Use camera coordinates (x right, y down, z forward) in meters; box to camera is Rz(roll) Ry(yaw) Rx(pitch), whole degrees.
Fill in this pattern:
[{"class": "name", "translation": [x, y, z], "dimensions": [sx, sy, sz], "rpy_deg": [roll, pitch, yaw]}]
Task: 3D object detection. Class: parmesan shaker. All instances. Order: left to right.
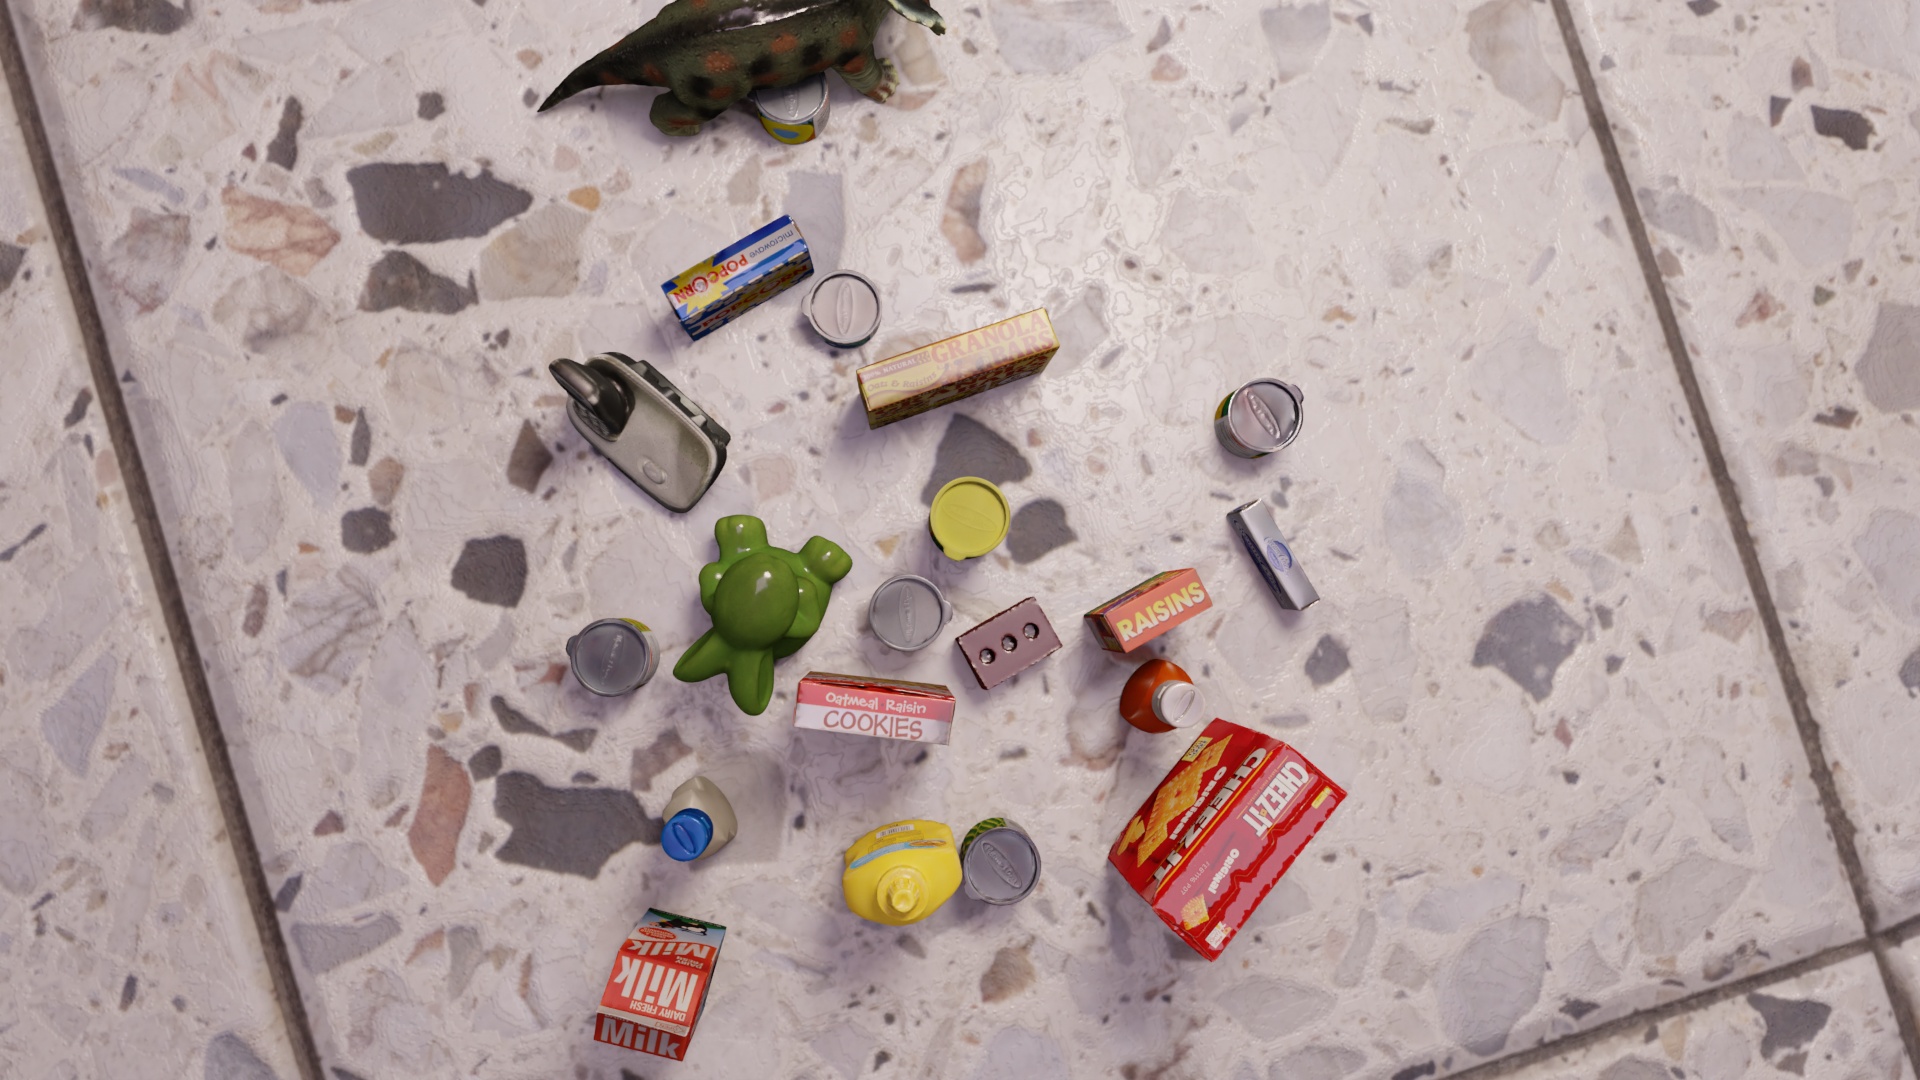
[{"class": "parmesan shaker", "translation": [0.004, -0.015, 1.190], "dimensions": [0.071, 0.103, 0.071], "rpy_deg": [0, 87, -3]}]

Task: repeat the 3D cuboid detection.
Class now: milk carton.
[{"class": "milk carton", "translation": [-0.240, 0.357, 1.112], "dimensions": [0.072, 0.190, 0.073], "rpy_deg": [15, 87, -2]}]

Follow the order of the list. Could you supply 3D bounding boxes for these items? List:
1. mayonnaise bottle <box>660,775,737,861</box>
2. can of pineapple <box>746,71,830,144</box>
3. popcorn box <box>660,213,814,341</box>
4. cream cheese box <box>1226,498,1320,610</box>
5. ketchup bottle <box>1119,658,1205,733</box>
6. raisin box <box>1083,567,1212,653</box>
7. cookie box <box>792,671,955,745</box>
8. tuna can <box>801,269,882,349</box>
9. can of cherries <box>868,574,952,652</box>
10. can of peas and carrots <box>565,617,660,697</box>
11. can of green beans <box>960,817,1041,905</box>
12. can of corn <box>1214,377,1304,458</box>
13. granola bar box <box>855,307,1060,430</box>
[{"class": "mayonnaise bottle", "translation": [-0.217, 0.232, 1.141], "dimensions": [0.041, 0.148, 0.065], "rpy_deg": [-35, 90, -4]}, {"class": "can of pineapple", "translation": [-0.151, -0.391, 1.226], "dimensions": [0.071, 0.058, 0.071], "rpy_deg": [0, 87, -3]}, {"class": "popcorn box", "translation": [-0.190, -0.226, 1.201], "dimensions": [0.127, 0.085, 0.038], "rpy_deg": [-31, 89, -4]}, {"class": "cream cheese box", "translation": [0.276, 0.014, 1.228], "dimensions": [0.024, 0.053, 0.104], "rpy_deg": [-30, 89, -4]}, {"class": "ketchup bottle", "translation": [0.171, 0.133, 1.168], "dimensions": [0.043, 0.148, 0.065], "rpy_deg": [32, 86, -1]}, {"class": "raisin box", "translation": [0.158, 0.059, 1.184], "dimensions": [0.086, 0.123, 0.040], "rpy_deg": [-27, 89, -4]}, {"class": "cookie box", "translation": [-0.070, 0.135, 1.145], "dimensions": [0.123, 0.167, 0.040], "rpy_deg": [7, 87, -3]}, {"class": "tuna can", "translation": [-0.105, -0.204, 1.230], "dimensions": [0.071, 0.033, 0.071], "rpy_deg": [0, 87, -3]}, {"class": "can of cherries", "translation": [-0.044, 0.063, 1.205], "dimensions": [0.071, 0.058, 0.071], "rpy_deg": [0, 87, -3]}, {"class": "can of peas and carrots", "translation": [-0.297, 0.098, 1.189], "dimensions": [0.071, 0.058, 0.071], "rpy_deg": [0, 87, -3]}, {"class": "can of green beans", "translation": [0.034, 0.276, 1.198], "dimensions": [0.071, 0.058, 0.071], "rpy_deg": [0, 87, -3]}, {"class": "can of corn", "translation": [0.266, -0.109, 1.233], "dimensions": [0.071, 0.058, 0.071], "rpy_deg": [0, 87, -3]}, {"class": "granola bar box", "translation": [-0.006, -0.146, 1.187], "dimensions": [0.166, 0.124, 0.039], "rpy_deg": [-19, 88, -4]}]
